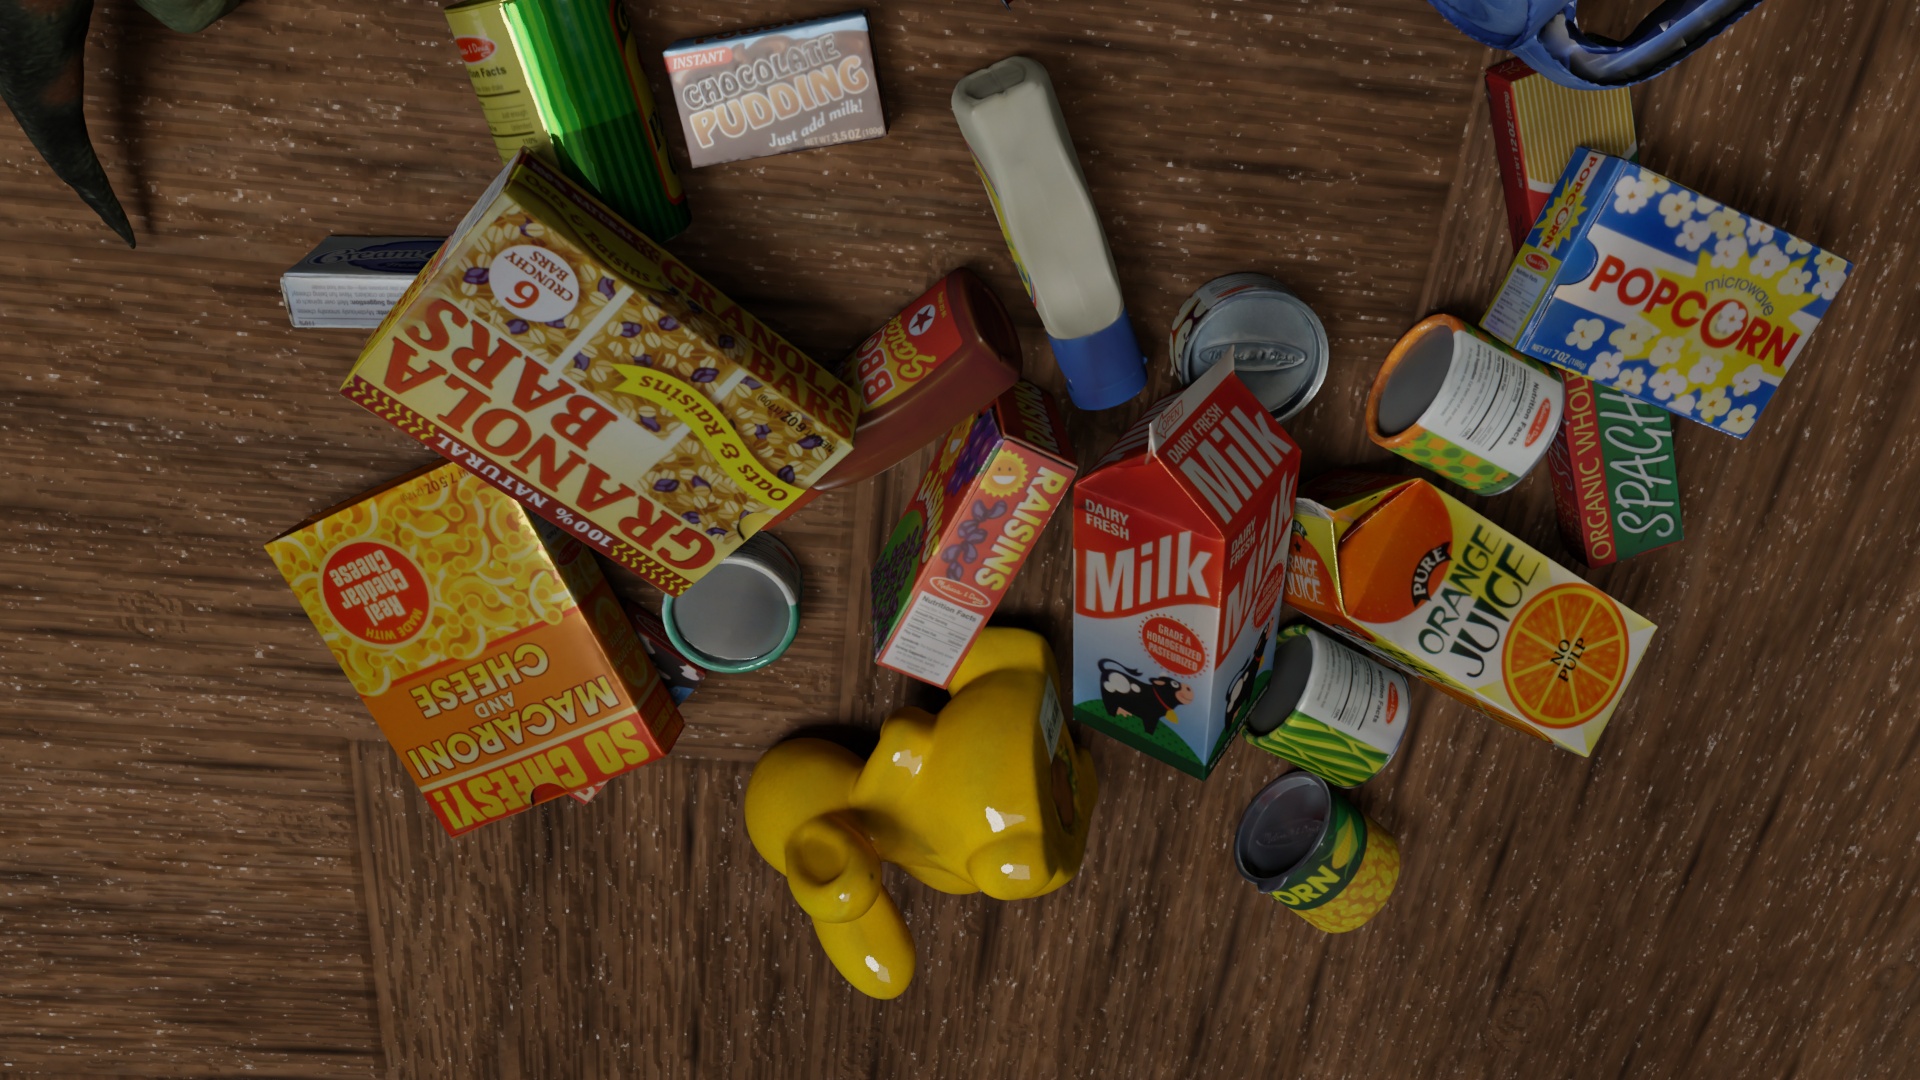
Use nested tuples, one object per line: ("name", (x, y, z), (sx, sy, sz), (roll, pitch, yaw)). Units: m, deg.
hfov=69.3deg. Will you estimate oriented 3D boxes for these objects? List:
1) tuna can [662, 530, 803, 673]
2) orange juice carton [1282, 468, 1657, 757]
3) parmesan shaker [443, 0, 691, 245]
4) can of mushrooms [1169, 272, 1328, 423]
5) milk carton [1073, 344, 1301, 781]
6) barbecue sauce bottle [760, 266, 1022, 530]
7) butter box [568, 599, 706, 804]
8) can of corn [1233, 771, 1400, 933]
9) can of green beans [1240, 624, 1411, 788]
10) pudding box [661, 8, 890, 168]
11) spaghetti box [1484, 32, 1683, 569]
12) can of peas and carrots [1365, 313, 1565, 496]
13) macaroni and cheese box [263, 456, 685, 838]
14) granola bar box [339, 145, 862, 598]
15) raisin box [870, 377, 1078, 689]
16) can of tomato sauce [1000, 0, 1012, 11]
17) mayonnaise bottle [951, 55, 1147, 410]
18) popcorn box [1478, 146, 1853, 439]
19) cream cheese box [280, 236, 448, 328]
("tuna can", (-0.111, 0.031, 0.672), (0.071, 0.033, 0.070), (-1, 116, -3))
("orange juice carton", (0.221, 0.023, 0.655), (0.192, 0.072, 0.073), (29, 89, -16))
("parmesan shaker", (-0.154, -0.168, 0.554), (0.071, 0.071, 0.102), (-13, 118, 3))
("can of mushrooms", (0.129, -0.084, 0.628), (0.071, 0.033, 0.070), (-2, 117, -3))
("milk carton", (0.098, 0.009, 0.614), (0.073, 0.073, 0.189), (23, 136, 28))
("barbecue sauce bottle", (-0.043, -0.057, 0.618), (0.148, 0.065, 0.043), (-33, 132, 23))
("butter box", (-0.178, 0.082, 0.699), (0.053, 0.024, 0.103), (37, 109, -19))
("can of corn", (0.189, 0.168, 0.737), (0.058, 0.071, 0.071), (37, 109, -20))
("can of green beans", (0.181, 0.083, 0.697), (0.058, 0.071, 0.071), (26, 113, -15))
("pudding box", (-0.074, -0.185, 0.568), (0.084, 0.030, 0.049), (-9, 116, 1))
("spaghetti box", (0.287, -0.099, 0.632), (0.050, 0.029, 0.249), (-19, 116, 5))
("can of peas and carrots", (0.225, -0.061, 0.629), (0.059, 0.071, 0.070), (24, 113, -14))
("macaroni and cheese box", (-0.224, 0.046, 0.651), (0.123, 0.040, 0.166), (-22, 106, 13))
("granola bar box", (-0.142, -0.058, 0.562), (0.165, 0.039, 0.123), (36, 124, -27))
("raisin box", (0.002, -0.008, 0.629), (0.040, 0.086, 0.123), (24, 113, -15))
("can of tomato sauce", (0.032, -0.252, 0.518), (0.083, 0.071, 0.071), (-34, 114, 13))
("mayonnaise bottle", (0.041, -0.126, 0.588), (0.041, 0.065, 0.147), (-21, 119, 5))
("popcorn box", (0.299, -0.104, 0.591), (0.127, 0.038, 0.085), (17, 112, -16))
("cream cheese box", (-0.223, -0.109, 0.584), (0.104, 0.053, 0.024), (1, 119, -3))
